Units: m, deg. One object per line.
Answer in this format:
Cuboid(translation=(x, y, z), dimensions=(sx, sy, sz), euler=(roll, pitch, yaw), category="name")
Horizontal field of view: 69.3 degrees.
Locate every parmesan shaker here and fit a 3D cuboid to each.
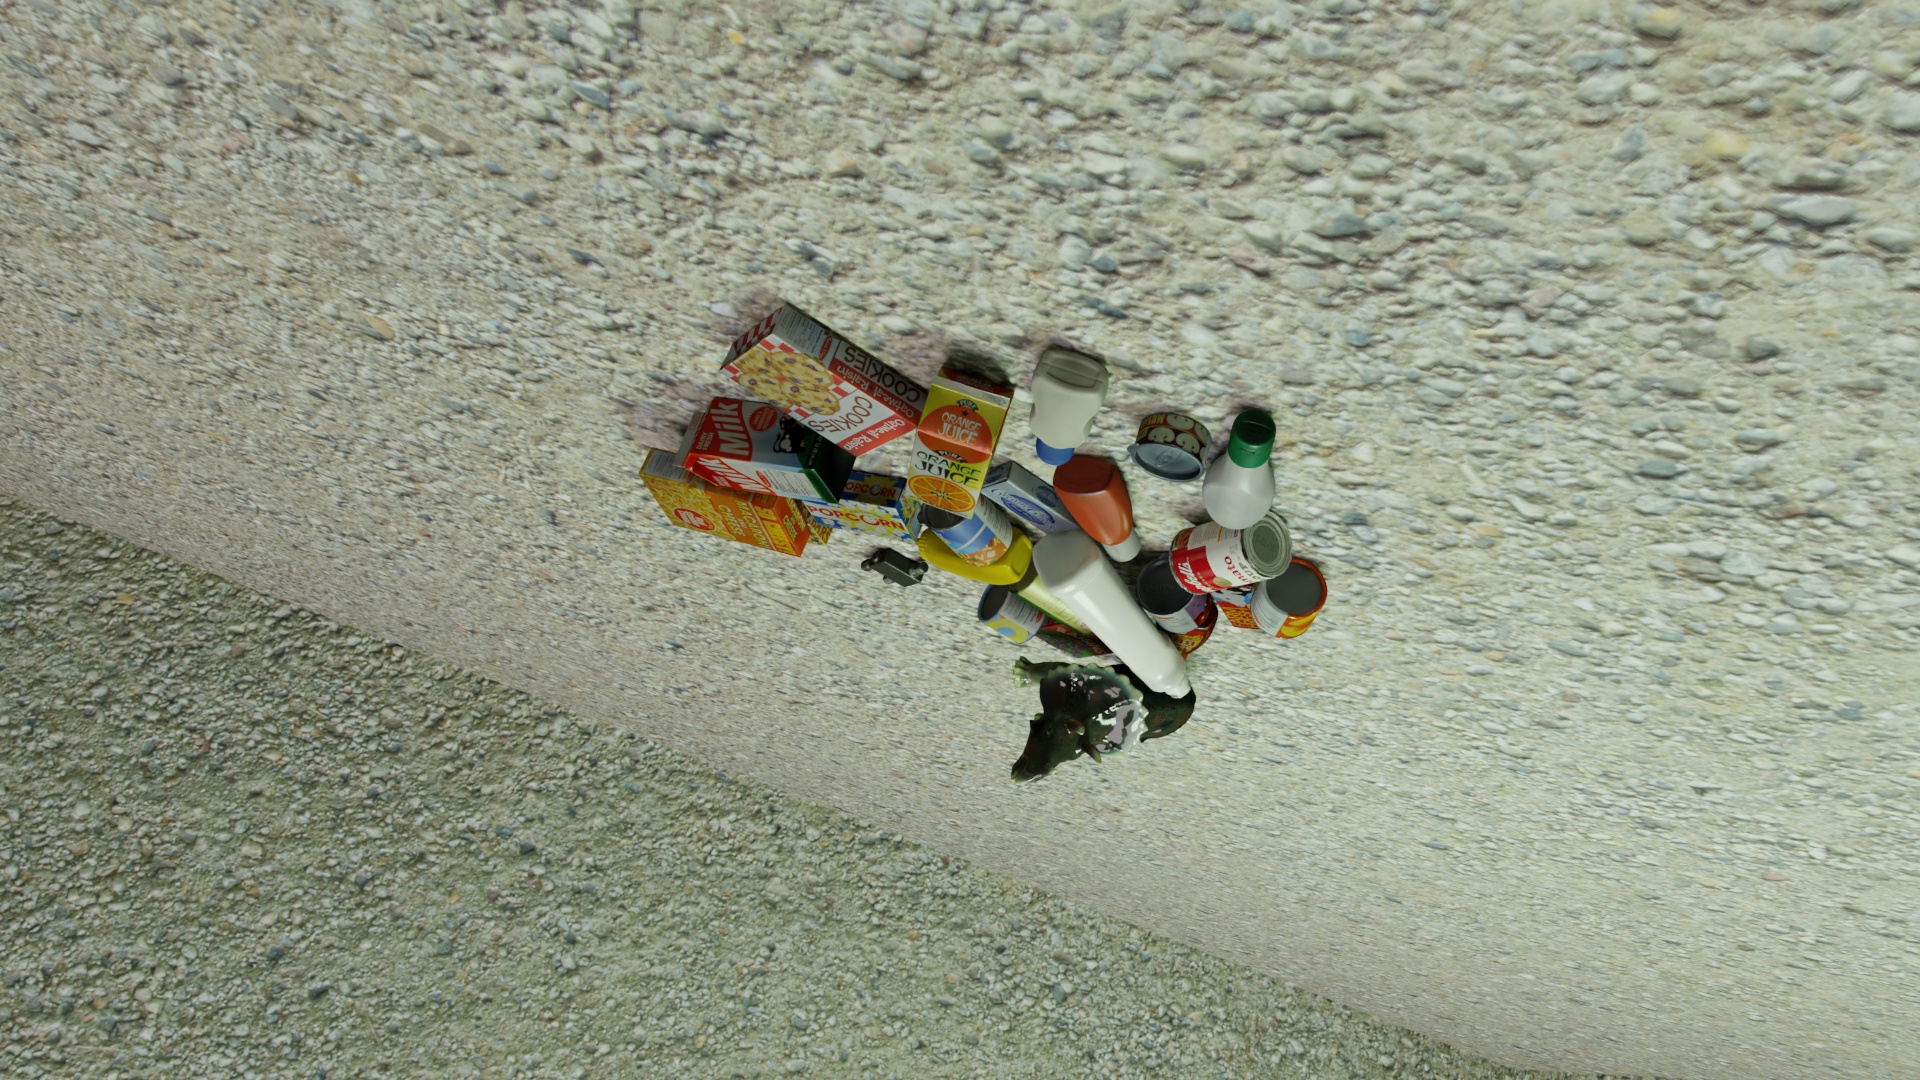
Cuboid(translation=(0.112, 0.051, 1.553), dimensions=(0.103, 0.071, 0.071), euler=(32, 154, -25), category="parmesan shaker")

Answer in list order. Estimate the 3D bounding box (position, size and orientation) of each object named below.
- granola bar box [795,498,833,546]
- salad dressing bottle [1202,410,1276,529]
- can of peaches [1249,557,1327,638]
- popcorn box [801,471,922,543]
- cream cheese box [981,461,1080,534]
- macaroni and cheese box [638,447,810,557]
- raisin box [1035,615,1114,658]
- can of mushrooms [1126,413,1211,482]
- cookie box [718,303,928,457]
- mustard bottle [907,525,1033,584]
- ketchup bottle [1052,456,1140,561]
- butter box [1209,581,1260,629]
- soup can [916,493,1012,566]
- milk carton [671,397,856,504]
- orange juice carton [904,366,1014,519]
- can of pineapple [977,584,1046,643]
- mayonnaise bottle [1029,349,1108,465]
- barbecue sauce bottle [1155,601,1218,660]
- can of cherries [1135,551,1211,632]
Cuboid(translation=(-0.232, -0.054, 1.616), dimensions=(0.124, 0.039, 0.165), euler=(10, 155, 23), category="granola bar box")
Cuboid(translation=(0.248, -0.061, 1.215), dimensions=(0.064, 0.044, 0.147), euler=(17, 156, 11), category="salad dressing bottle")
Cuboid(translation=(0.330, 0.056, 1.389), dimensions=(0.071, 0.071, 0.057), euler=(16, 156, 7), category="can of peaches")
Cuboid(translation=(-0.112, -0.042, 1.550), dimensions=(0.127, 0.038, 0.085), euler=(11, 155, 20), category="popcorn box")
Cuboid(translation=(0.072, -0.042, 1.422), dimensions=(0.103, 0.024, 0.053), euler=(32, 154, -27), category="cream cheese box")
Cuboid(translation=(-0.262, -0.042, 1.562), dimensions=(0.166, 0.040, 0.123), euler=(14, 156, 15), category="macaroni and cheese box")
Cuboid(translation=(0.151, 0.103, 1.669), dimensions=(0.086, 0.040, 0.123), euler=(31, 156, -25), category="raisin box")
Cuboid(translation=(0.184, -0.083, 1.228), dimensions=(0.071, 0.033, 0.070), euler=(16, 158, 7), category="can of mushrooms")
Cuboid(translation=(-0.128, -0.149, 1.320), dimensions=(0.167, 0.040, 0.122), euler=(31, 155, -24), category="cookie box")
Cuboid(translation=(0.003, 0.008, 1.546), dimensions=(0.160, 0.065, 0.048), euler=(9, 151, 37), category="mustard bottle")
Cuboid(translation=(0.142, -0.028, 1.373), dimensions=(0.065, 0.044, 0.148), euler=(8, 155, 28), category="ketchup bottle")
Cuboid(translation=(0.301, 0.063, 1.475), dimensions=(0.053, 0.024, 0.103), euler=(3, 152, 32), category="butter box")
Cuboid(translation=(0.005, -0.018, 1.470), dimensions=(0.071, 0.071, 0.083), euler=(2, 152, 35), category="soup can")
Cuboid(translation=(-0.212, -0.097, 1.462), dimensions=(0.190, 0.072, 0.073), euler=(8, 155, 23), category="milk carton")
Cuboid(translation=(-0.001, -0.097, 1.291), dimensions=(0.072, 0.073, 0.192), euler=(19, 157, 1), category="orange juice carton")
Cuboid(translation=(0.061, 0.082, 1.656), dimensions=(0.058, 0.071, 0.071), euler=(31, 154, -24), category="can of pineapple")
Cuboid(translation=(0.090, -0.113, 1.226), dimensions=(0.065, 0.041, 0.147), euler=(19, 158, 5), category="mayonnaise bottle")
Cuboid(translation=(0.251, 0.102, 1.579), dimensions=(0.065, 0.044, 0.148), euler=(25, 159, 11), category="barbecue sauce bottle")
Cuboid(translation=(0.226, 0.055, 1.464), dimensions=(0.071, 0.071, 0.058), euler=(5, 159, 31), category="can of cherries")
